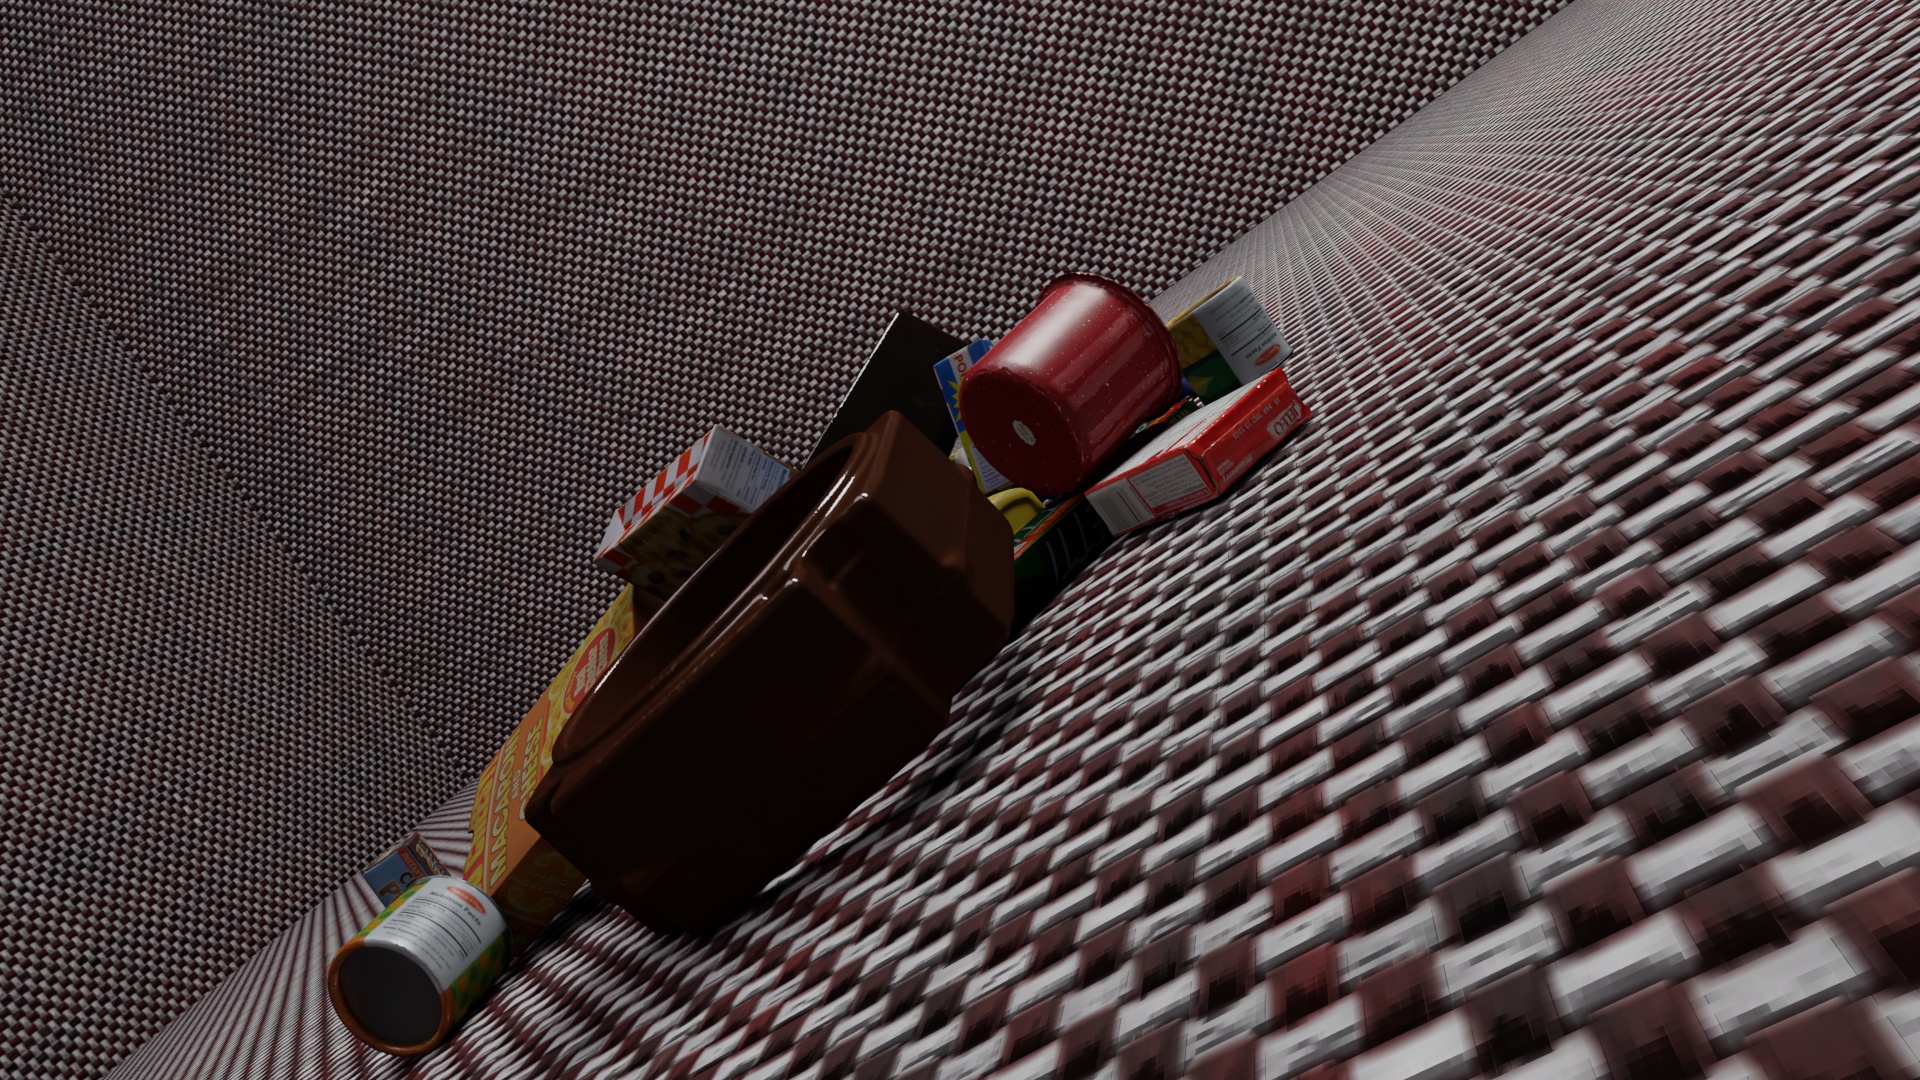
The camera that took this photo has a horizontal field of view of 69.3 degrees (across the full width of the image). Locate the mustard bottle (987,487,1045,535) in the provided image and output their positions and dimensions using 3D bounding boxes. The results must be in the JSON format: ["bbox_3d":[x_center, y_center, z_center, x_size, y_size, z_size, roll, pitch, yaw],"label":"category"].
[{"bbox_3d":[-0.013,0.019,0.809,0.065,0.049,0.159,-33,3,-43],"label":"mustard bottle"}]

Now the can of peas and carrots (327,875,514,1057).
[{"bbox_3d":[-0.265,0.210,0.682,0.071,0.071,0.059,-34,6,20],"label":"can of peas and carrots"}]

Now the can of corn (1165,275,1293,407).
[{"bbox_3d":[0.166,-0.126,0.885,0.071,0.058,0.071,-35,6,4],"label":"can of corn"}]

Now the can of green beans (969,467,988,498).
[{"bbox_3d":[0.002,-0.013,0.879,0.071,0.071,0.058,-35,-1,7],"label":"can of green beans"}]

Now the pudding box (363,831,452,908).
[{"bbox_3d":[-0.299,0.210,0.788,0.030,0.083,0.049,-35,4,-14],"label":"pudding box"}]

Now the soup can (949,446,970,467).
[{"bbox_3d":[0.029,-0.052,1.039,0.083,0.071,0.071,-36,5,9],"label":"soup can"}]

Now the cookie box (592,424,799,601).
[{"bbox_3d":[-0.091,0.016,0.738,0.122,0.167,0.040,-30,37,47],"label":"cookie box"}]

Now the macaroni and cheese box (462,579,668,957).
[{"bbox_3d":[-0.206,0.120,0.743,0.166,0.040,0.124,-48,31,19],"label":"macaroni and cheese box"}]

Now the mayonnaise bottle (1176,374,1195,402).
[{"bbox_3d":[0.124,-0.103,1.043,0.065,0.041,0.147,-40,8,-35],"label":"mayonnaise bottle"}]

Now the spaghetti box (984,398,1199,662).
[{"bbox_3d":[0.047,0.002,0.700,0.251,0.028,0.050,-41,8,-38],"label":"spaghetti box"}]

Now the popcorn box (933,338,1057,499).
[{"bbox_3d":[0.041,-0.070,0.840,0.038,0.085,0.127,-25,-11,25],"label":"popcorn box"}]
